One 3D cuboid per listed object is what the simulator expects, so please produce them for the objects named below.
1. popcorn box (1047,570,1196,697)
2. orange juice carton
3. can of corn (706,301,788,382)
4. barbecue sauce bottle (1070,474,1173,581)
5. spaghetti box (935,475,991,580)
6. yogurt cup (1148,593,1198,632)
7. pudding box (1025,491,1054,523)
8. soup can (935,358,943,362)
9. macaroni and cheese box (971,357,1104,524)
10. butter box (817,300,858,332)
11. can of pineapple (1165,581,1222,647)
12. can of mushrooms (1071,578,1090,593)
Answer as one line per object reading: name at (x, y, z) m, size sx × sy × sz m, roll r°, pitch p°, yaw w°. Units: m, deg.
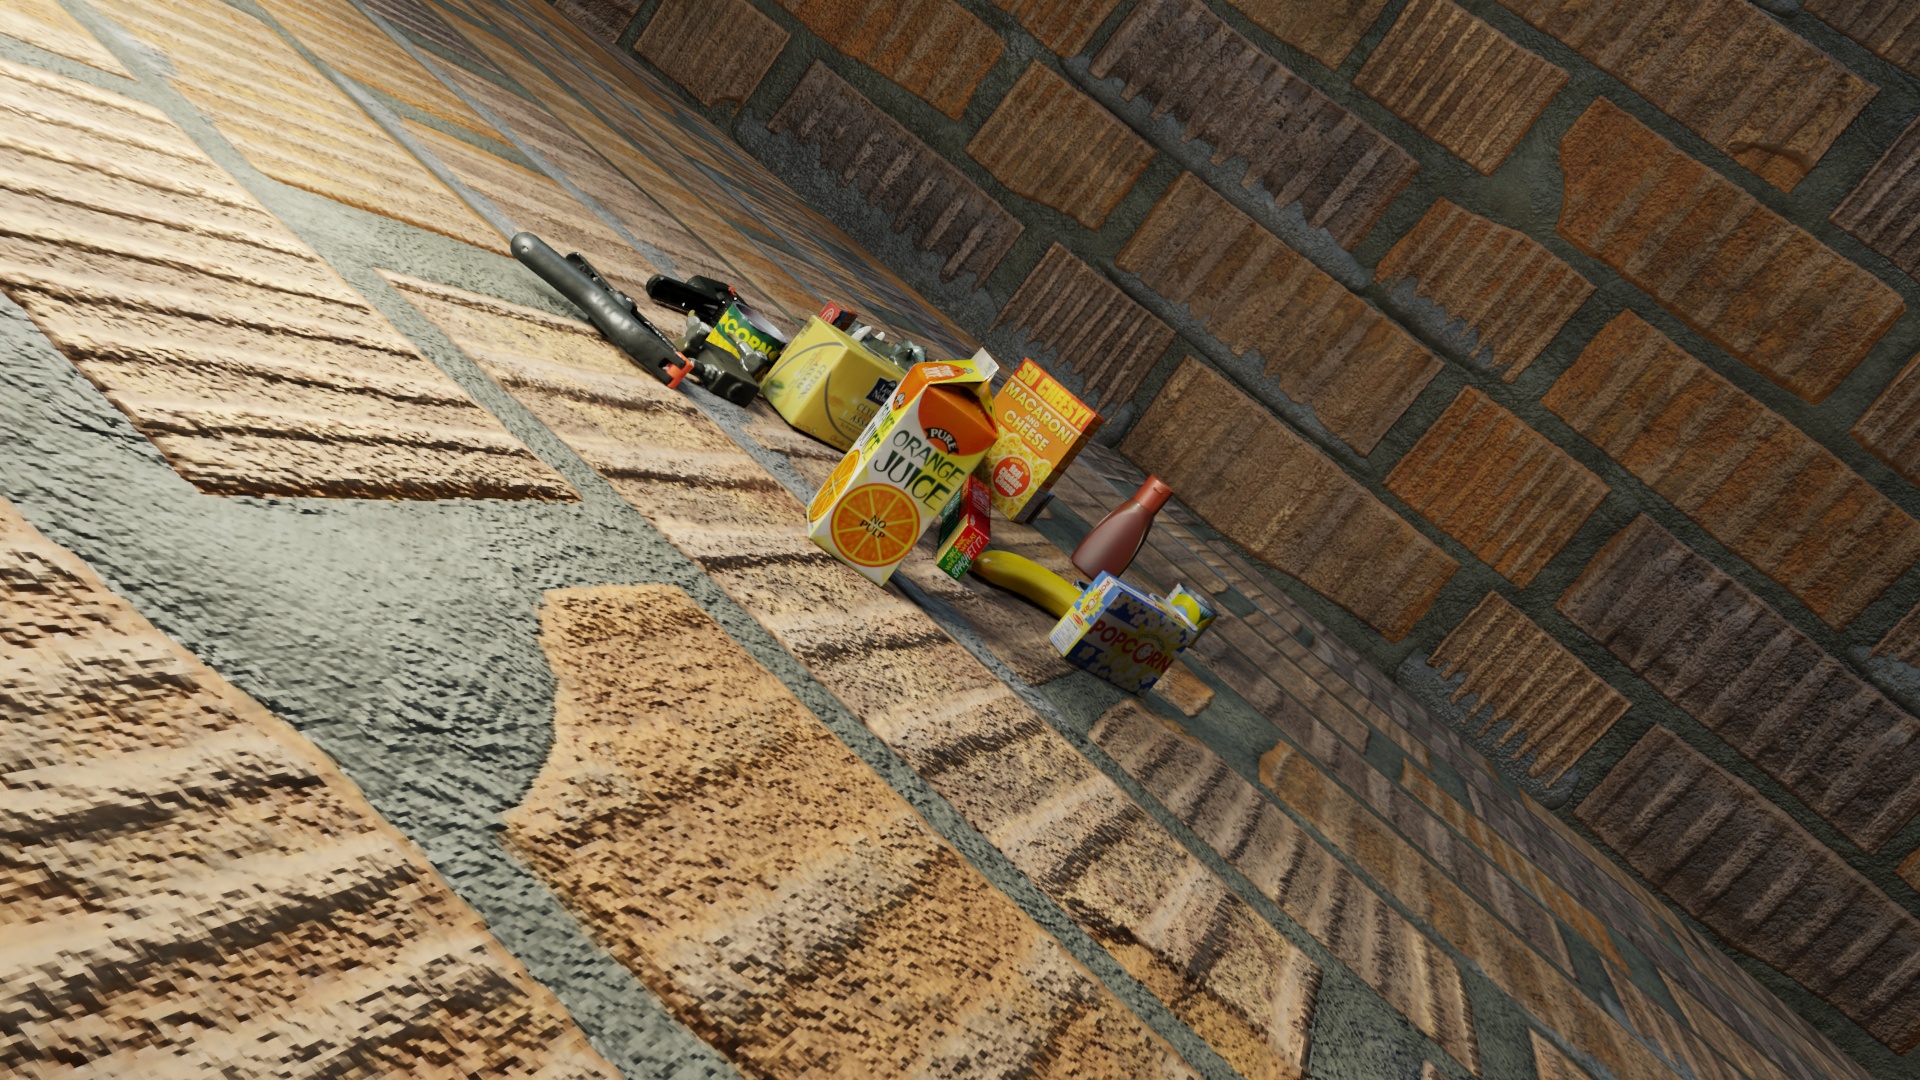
popcorn box at (0.155, 0.090, 1.324) m, size 0.126 × 0.085 × 0.038 m, roll 29°, pitch 14°, yaw -40°
orange juice carton at (-0.035, -0.067, 1.080) m, size 0.073 × 0.192 × 0.072 m, roll 35°, pitch 11°, yaw -18°
can of corn at (-0.212, -0.191, 1.359) m, size 0.071 × 0.058 × 0.071 m, roll 37°, pitch 11°, yaw -8°
barbecue sauce bottle at (0.205, -0.014, 1.729) m, size 0.065 × 0.148 × 0.044 m, roll 39°, pitch 11°, yaw 4°
spaghetti box at (0.005, -0.017, 1.371) m, size 0.028 × 0.050 × 0.251 m, roll 37°, pitch 11°, yaw -7°
yogurt cup at (0.227, 0.101, 1.586) m, size 0.072 × 0.054 × 0.072 m, roll 37°, pitch 11°, yaw -8°
pudding box at (0.072, -0.066, 1.772) m, size 0.084 × 0.049 × 0.030 m, roll 41°, pitch 11°, yaw 11°
soup can at (-0.028, -0.190, 1.861) m, size 0.071 × 0.083 × 0.071 m, roll 37°, pitch 11°, yaw -8°
macaroni and cheese box at (0.079, -0.124, 1.722) m, size 0.124 × 0.166 × 0.040 m, roll 43°, pitch 12°, yaw 22°
butter box at (-0.176, -0.302, 1.921) m, size 0.024 × 0.053 × 0.104 m, roll 39°, pitch 11°, yaw 3°
can of pineapple at (0.291, 0.097, 1.790) m, size 0.071 × 0.057 × 0.071 m, roll 37°, pitch 11°, yaw -8°
can of mushrooms at (0.139, 0.075, 1.468) m, size 0.071 × 0.033 × 0.071 m, roll 37°, pitch 11°, yaw -8°
